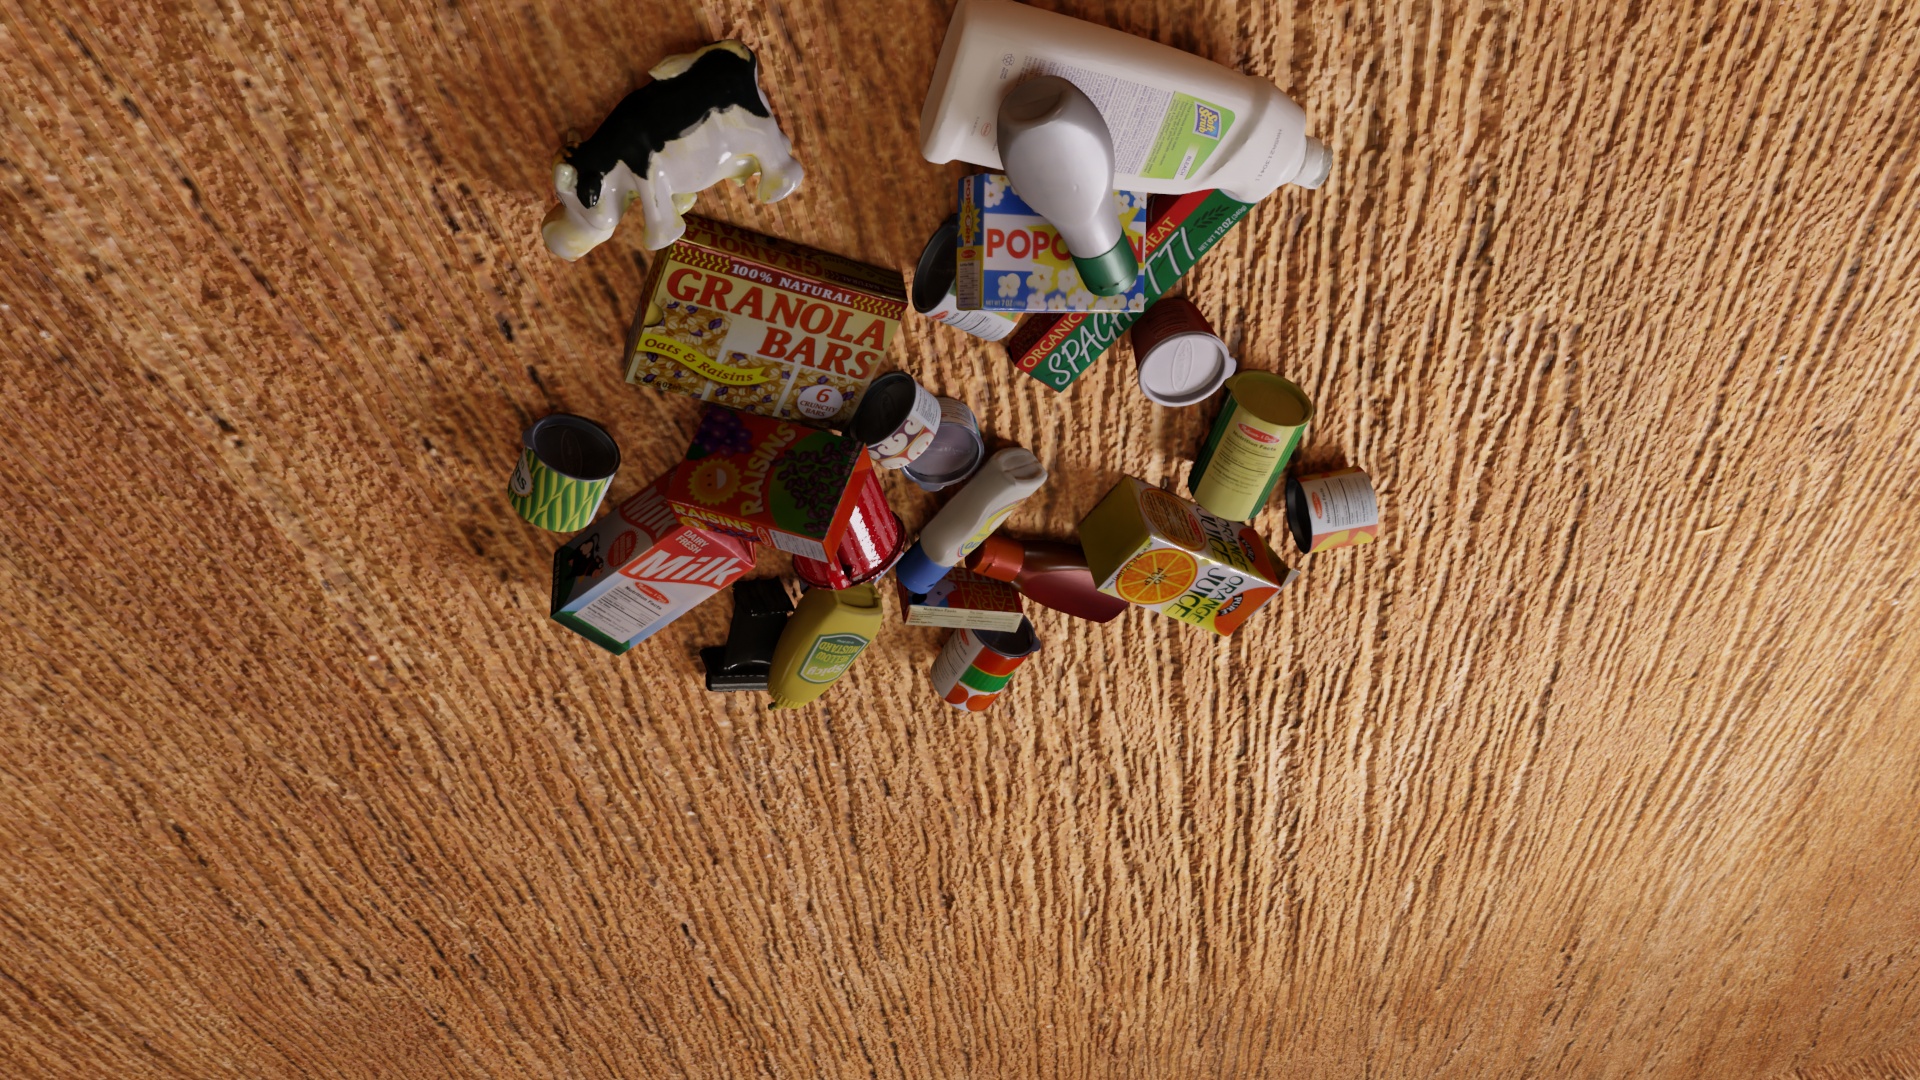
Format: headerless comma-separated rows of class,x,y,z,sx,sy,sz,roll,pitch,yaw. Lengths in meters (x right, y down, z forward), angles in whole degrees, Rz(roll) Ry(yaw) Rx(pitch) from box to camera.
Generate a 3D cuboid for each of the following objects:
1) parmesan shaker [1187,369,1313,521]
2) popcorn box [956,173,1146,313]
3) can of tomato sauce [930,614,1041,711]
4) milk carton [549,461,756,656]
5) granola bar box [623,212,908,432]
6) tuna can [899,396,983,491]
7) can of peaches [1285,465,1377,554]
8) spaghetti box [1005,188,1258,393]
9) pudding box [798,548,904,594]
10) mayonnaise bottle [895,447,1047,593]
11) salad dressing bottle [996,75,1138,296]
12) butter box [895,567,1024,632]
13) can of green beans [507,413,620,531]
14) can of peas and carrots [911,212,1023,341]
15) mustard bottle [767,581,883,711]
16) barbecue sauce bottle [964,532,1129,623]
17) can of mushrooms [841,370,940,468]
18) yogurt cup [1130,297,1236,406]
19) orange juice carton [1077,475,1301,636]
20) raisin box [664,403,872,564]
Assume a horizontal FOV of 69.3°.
parmesan shaker,0.223,-0.075,1.092,0.071,0.071,0.102,3,135,-16
popcorn box,0.060,-0.191,0.903,0.127,0.038,0.085,-4,99,-28
can of tomato sauce,0.021,0.102,1.229,0.071,0.071,0.082,13,132,-24
milk carton,-0.223,0.004,1.070,0.190,0.073,0.073,-32,133,21
granola bar box,-0.135,-0.146,0.956,0.166,0.039,0.123,12,132,-23
tuna can,-0.018,-0.074,1.062,0.071,0.033,0.070,-6,136,-6
can of peaches,0.310,-0.026,1.162,0.058,0.071,0.071,-11,137,-2
spaghetti box,0.131,-0.199,0.968,0.050,0.029,0.249,27,125,-32
pudding box,-0.090,0.017,1.143,0.049,0.030,0.083,24,126,-33
mayonnaise bottle,0.004,-0.014,1.113,0.147,0.041,0.065,-46,166,32
salad dressing bottle,0.069,-0.207,0.830,0.064,0.044,0.147,-13,143,18
butter box,-0.001,0.049,1.179,0.103,0.053,0.024,5,131,-18
can of green beans,-0.287,-0.048,1.005,0.071,0.071,0.057,16,131,-26
can of peas and carrots,0.009,-0.177,0.939,0.059,0.071,0.070,19,129,-29
mustard bottle,-0.122,0.096,1.154,0.065,0.049,0.159,9,132,-33
barbecue sauce bottle,0.075,0.027,1.180,0.148,0.044,0.064,17,130,-26
can of mushrooms,-0.051,-0.087,1.017,0.071,0.071,0.033,-33,134,21
yogurt cup,0.157,-0.140,1.016,0.072,0.054,0.072,-6,136,-6
orange juice carton,0.200,0.021,1.179,0.193,0.073,0.071,20,128,-30
raisin box,-0.136,-0.042,0.992,0.123,0.086,0.040,15,156,12
